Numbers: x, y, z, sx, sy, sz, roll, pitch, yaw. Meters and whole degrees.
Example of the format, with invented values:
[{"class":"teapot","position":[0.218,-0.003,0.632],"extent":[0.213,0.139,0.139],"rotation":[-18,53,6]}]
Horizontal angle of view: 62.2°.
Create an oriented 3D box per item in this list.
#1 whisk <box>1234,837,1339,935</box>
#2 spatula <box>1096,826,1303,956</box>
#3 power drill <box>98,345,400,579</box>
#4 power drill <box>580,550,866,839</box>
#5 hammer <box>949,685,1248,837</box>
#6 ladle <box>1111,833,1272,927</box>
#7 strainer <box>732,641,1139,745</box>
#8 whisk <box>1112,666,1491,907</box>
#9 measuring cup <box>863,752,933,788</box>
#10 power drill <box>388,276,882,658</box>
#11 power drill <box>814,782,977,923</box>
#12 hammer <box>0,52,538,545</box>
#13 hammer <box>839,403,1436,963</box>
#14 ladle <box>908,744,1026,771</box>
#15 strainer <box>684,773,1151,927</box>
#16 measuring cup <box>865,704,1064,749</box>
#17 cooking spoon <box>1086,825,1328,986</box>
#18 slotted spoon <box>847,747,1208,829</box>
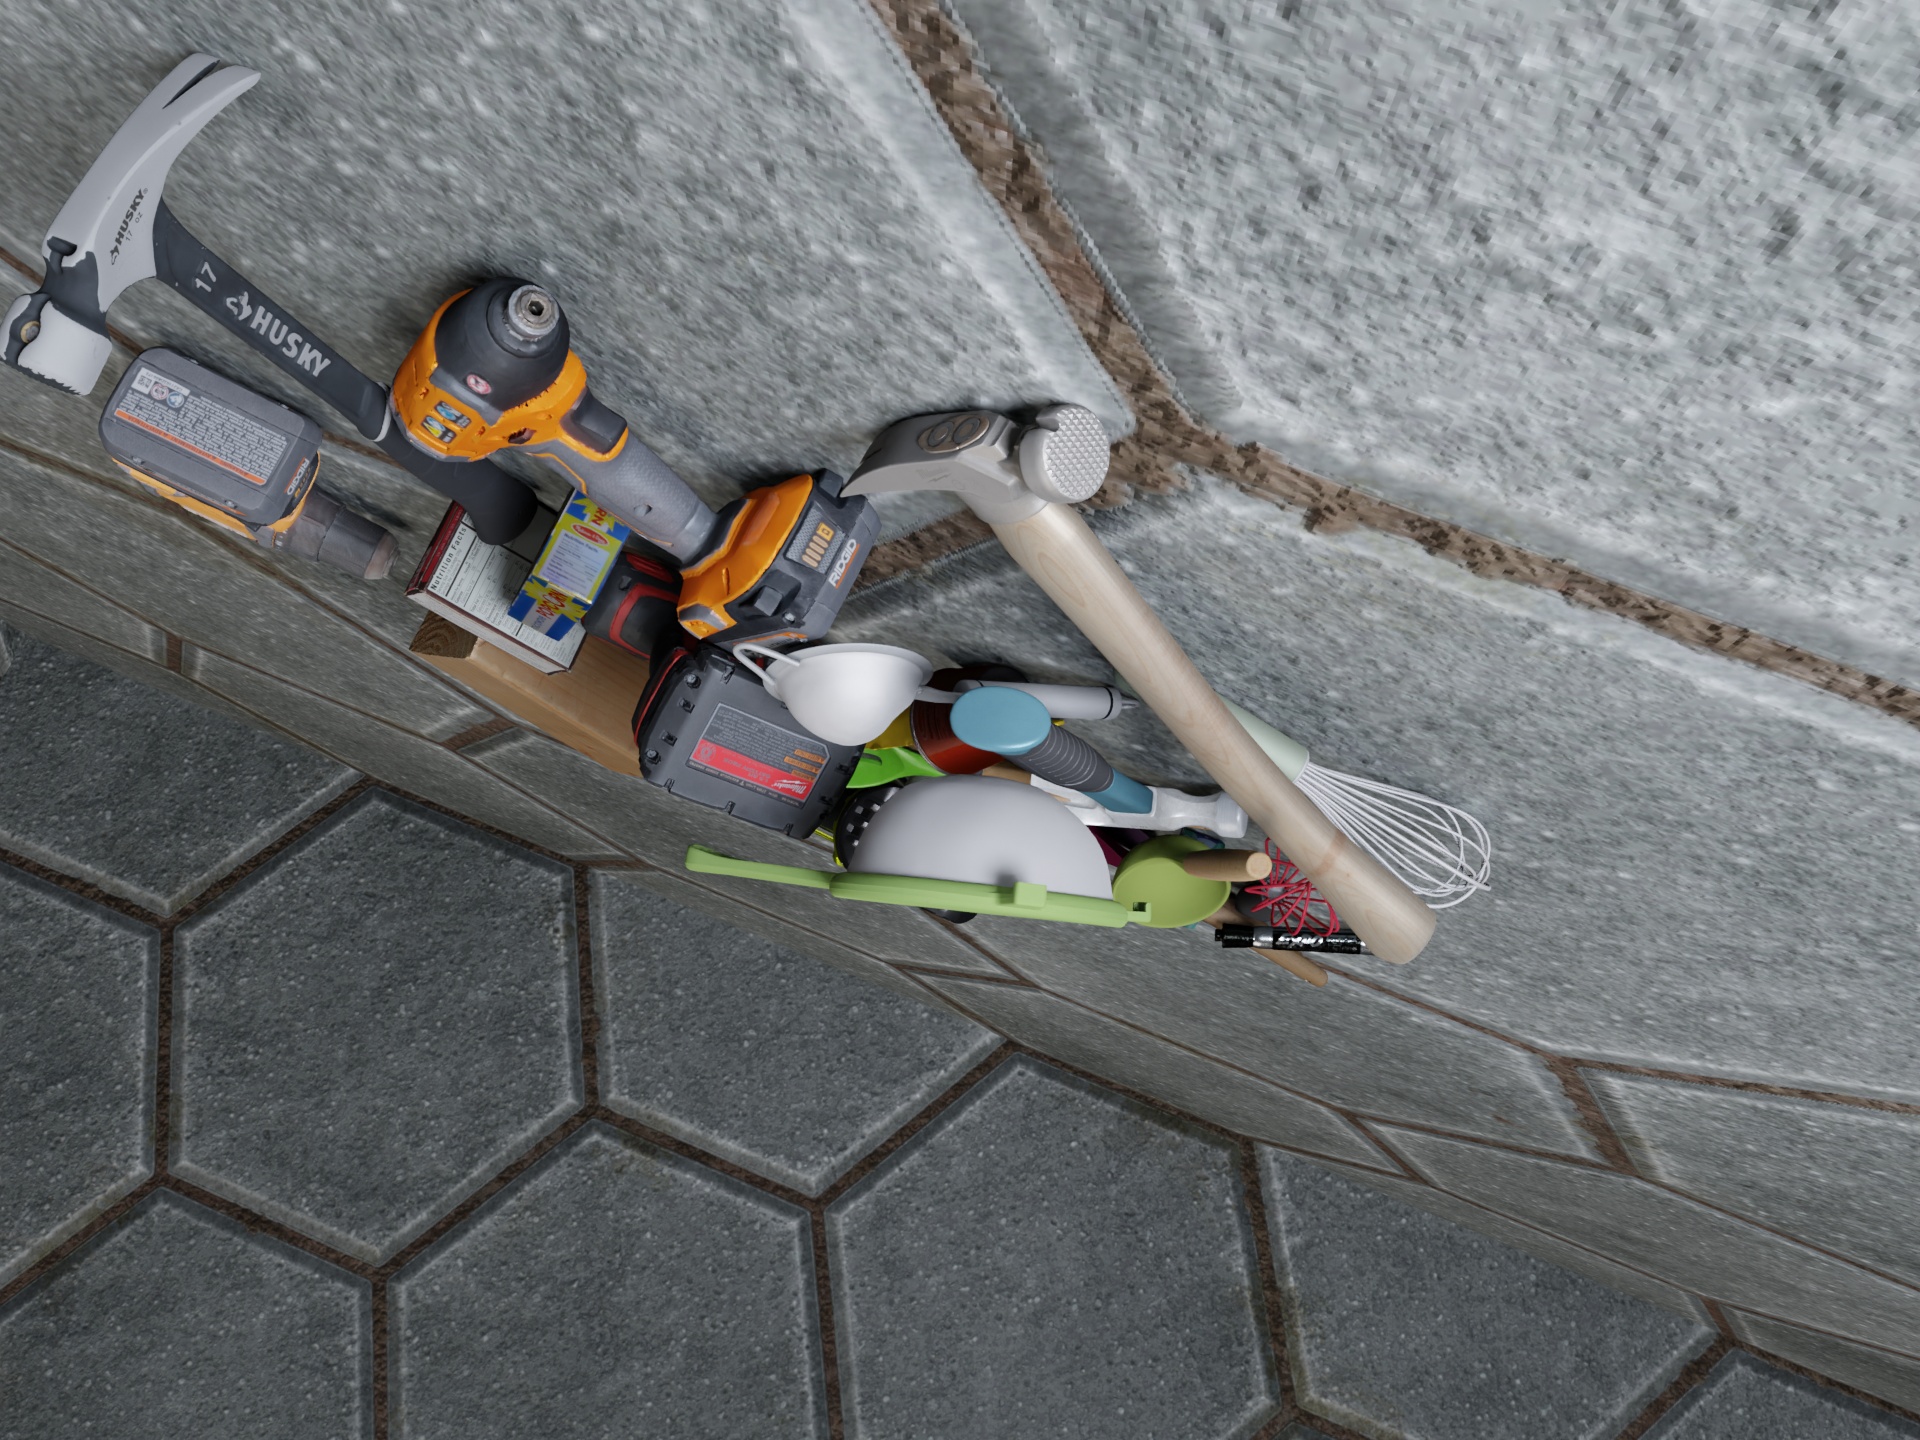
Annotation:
[{"class":"whisk","position":[0.217,0.115,1.076],"extent":[0.073,0.073,0.295],"rotation":[21,171,6]},{"class":"spatula","position":[0.171,0.120,1.220],"extent":[0.315,0.018,0.060],"rotation":[36,160,-34]},{"class":"power drill","position":[-0.482,-0.163,1.099],"extent":[0.185,0.084,0.226],"rotation":[27,168,-15]},{"class":"power drill","position":[-0.126,-0.018,0.961],"extent":[0.187,0.080,0.227],"rotation":[23,-166,-28]},{"class":"hammer","position":[0.068,0.028,0.868],"extent":[0.128,0.033,0.330],"rotation":[3,170,20]},{"class":"ladle","position":[0.141,0.096,0.923],"extent":[0.078,0.062,0.320],"rotation":[0,175,-1]},{"class":"strainer","position":[-0.001,-0.011,0.840],"extent":[0.258,0.050,0.087],"rotation":[2,160,-36]},{"class":"whisk","position":[0.185,0.029,0.852],"extent":[0.246,0.058,0.059],"rotation":[31,-169,-11]},{"class":"measuring cup","position":[-0.030,0.034,1.204],"extent":[0.168,0.038,0.083],"rotation":[33,-174,41]},{"class":"power drill","position":[-0.155,-0.123,0.764],"extent":[0.226,0.084,0.164],"rotation":[33,160,-22]},{"class":"power drill","position":[-0.058,0.096,1.322],"extent":[0.171,0.080,0.223],"rotation":[29,175,-20]},{"class":"hammer","position":[-0.300,-0.167,0.793],"extent":[0.036,0.149,0.408],"rotation":[21,174,10]},{"class":"hammer","position":[0.111,0.000,0.771],"extent":[0.146,0.038,0.410],"rotation":[6,149,50]},{"class":"ladle","position":[-0.093,-0.011,1.148],"extent":[0.315,0.031,0.069],"rotation":[20,163,3]},{"class":"strainer","position":[-0.034,0.060,0.824],"extent":[0.256,0.069,0.151],"rotation":[4,173,29]},{"class":"measuring cup","position":[-0.002,-0.003,1.039],"extent":[0.156,0.029,0.062],"rotation":[-5,-172,34]},{"class":"cooking spoon","position":[0.160,0.126,1.190],"extent":[0.318,0.017,0.069],"rotation":[32,163,-22]},{"class":"slotted spoon","position":[0.029,0.042,1.098],"extent":[0.314,0.031,0.070],"rotation":[10,142,19]}]
